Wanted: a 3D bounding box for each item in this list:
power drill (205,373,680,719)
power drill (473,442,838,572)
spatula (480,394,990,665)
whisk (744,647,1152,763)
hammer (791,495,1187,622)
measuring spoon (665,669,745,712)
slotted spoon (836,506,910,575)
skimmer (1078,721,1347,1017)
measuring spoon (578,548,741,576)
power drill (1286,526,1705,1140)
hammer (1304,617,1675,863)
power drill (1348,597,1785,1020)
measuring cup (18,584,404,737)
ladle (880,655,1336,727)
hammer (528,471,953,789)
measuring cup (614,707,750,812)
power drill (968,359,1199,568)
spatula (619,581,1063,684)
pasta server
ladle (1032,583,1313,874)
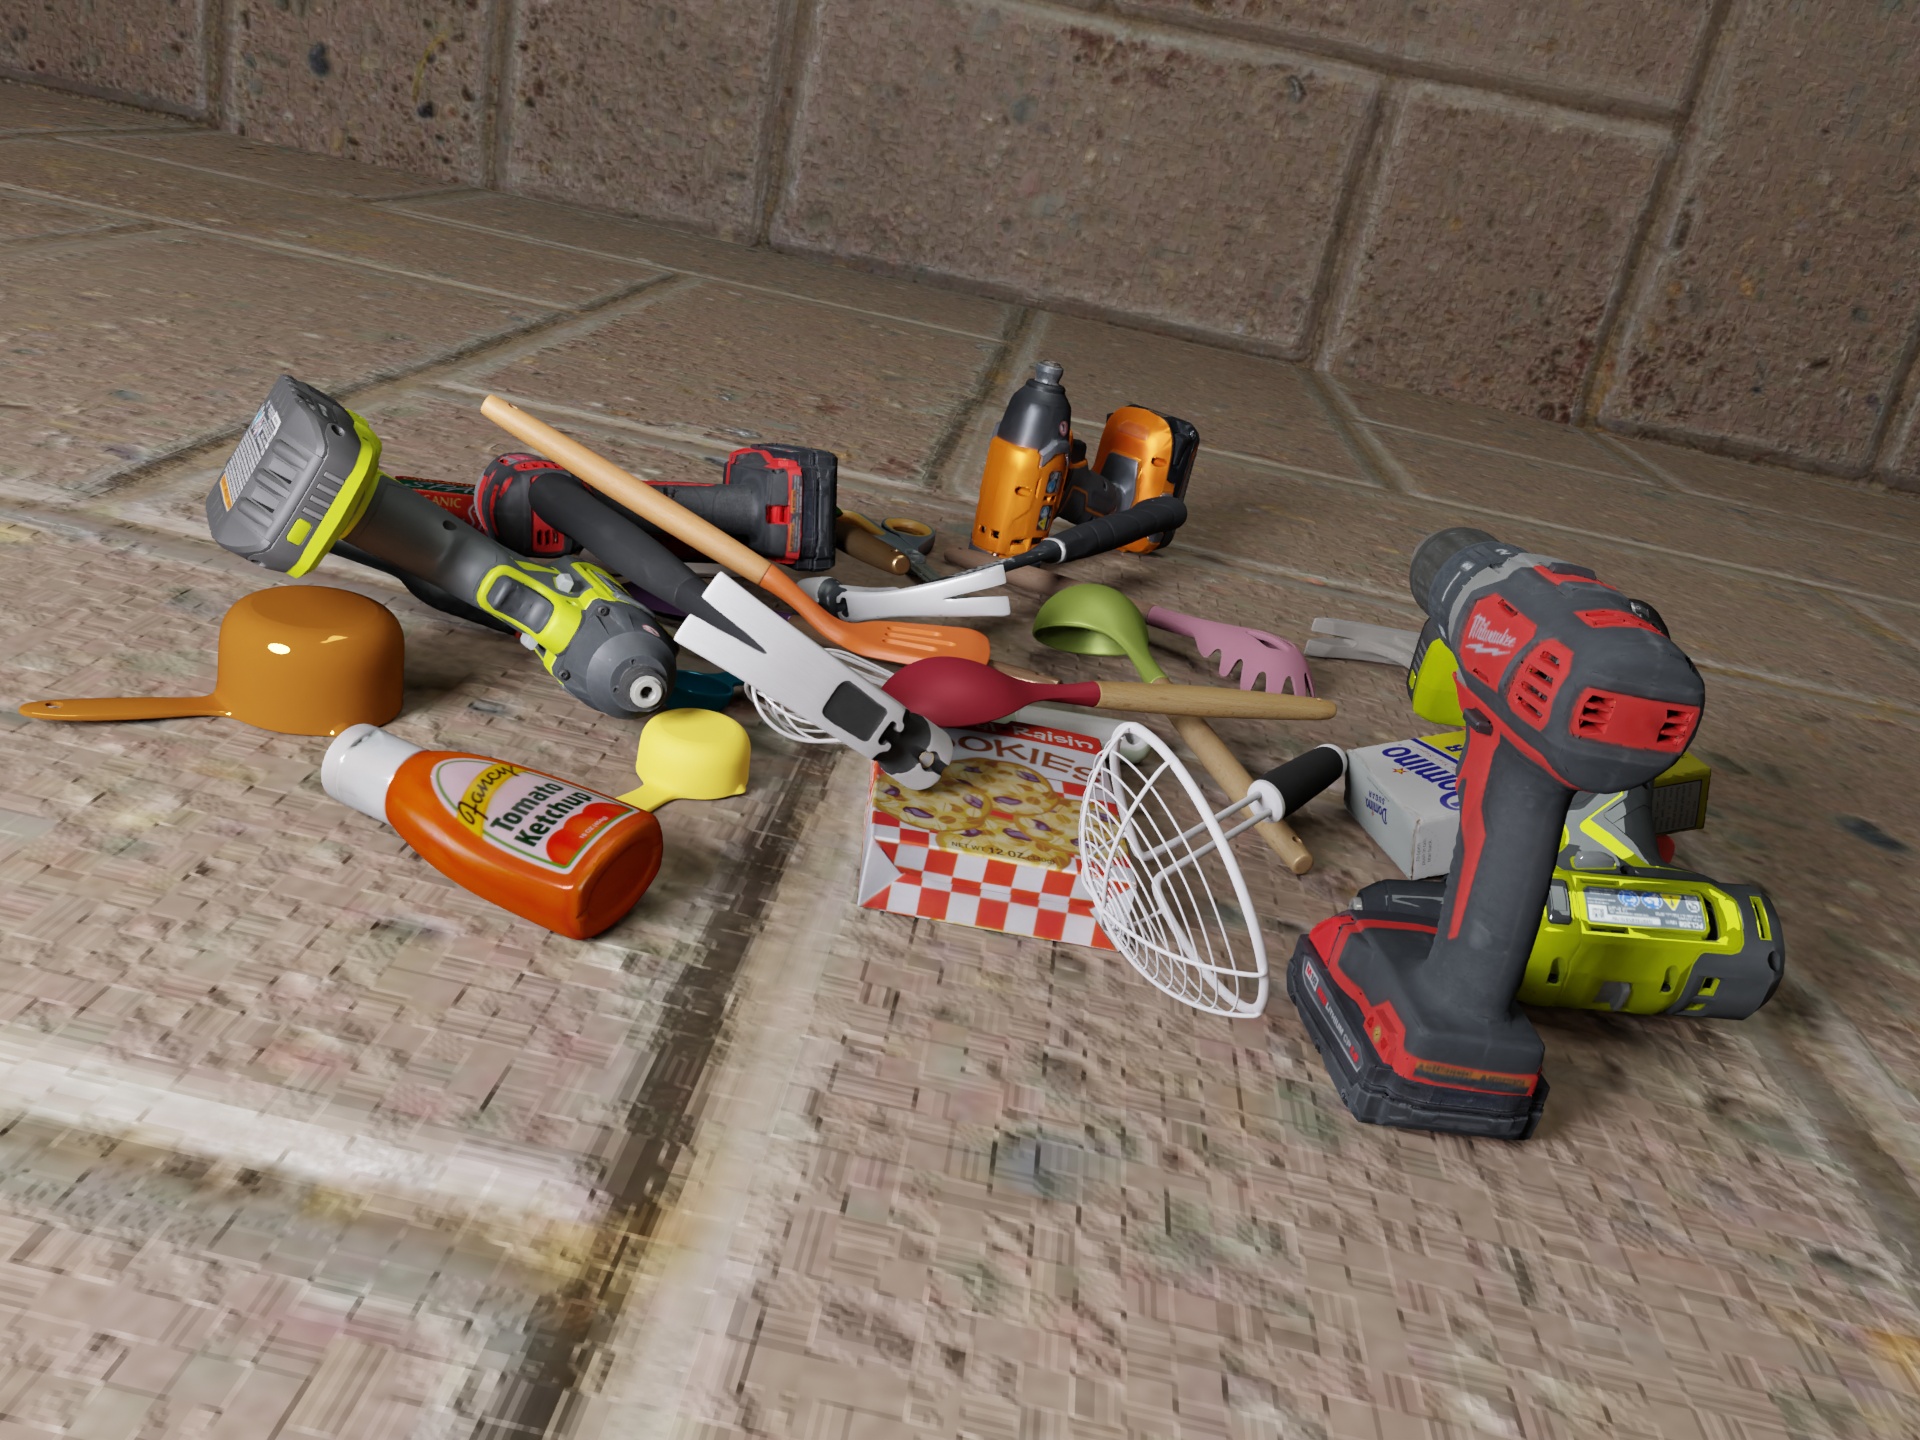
[{"bbox_3d":[-0.249,-0.076,0.797,0.223,0.080,0.171,30,3,-32],"label":"power drill"},{"bbox_3d":[-0.200,-0.140,1.031,0.219,0.078,0.143,-3,14,-26],"label":"power drill"},{"bbox_3d":[-0.130,-0.105,0.924,0.322,0.041,0.081,31,19,-7],"label":"spatula"},{"bbox_3d":[-0.001,-0.003,0.897,0.246,0.059,0.058,8,60,-20],"label":"whisk"},{"bbox_3d":[0.061,-0.121,1.143,0.149,0.036,0.409,0,14,35],"label":"hammer"},{"bbox_3d":[-0.126,-0.016,0.908,0.042,0.021,0.128,22,14,25],"label":"measuring spoon"},{"bbox_3d":[-0.086,-0.132,1.107,0.070,0.031,0.314,-4,15,-19],"label":"slotted spoon"},{"bbox_3d":[0.151,0.041,0.753,0.090,0.127,0.363,-26,-4,30],"label":"skimmer"},{"bbox_3d":[-0.200,-0.111,1.092,0.124,0.018,0.034,1,24,-28],"label":"measuring spoon"},{"bbox_3d":[0.209,0.037,0.662,0.080,0.226,0.188,9,22,-9],"label":"power drill"},{"bbox_3d":[0.355,0.011,1.063,0.149,0.036,0.359,8,22,-10],"label":"hammer"},{"bbox_3d":[0.290,0.041,0.806,0.190,0.080,0.229,4,50,5],"label":"power drill"},{"bbox_3d":[-0.353,-0.030,0.764,0.173,0.052,0.095,-5,28,-42],"label":"measuring cup"},{"bbox_3d":[0.096,-0.012,0.894,0.315,0.031,0.069,2,22,-32],"label":"ladle"},{"bbox_3d":[-0.144,-0.069,0.809,0.146,0.035,0.335,36,-1,-44],"label":"hammer"},{"bbox_3d":[-0.153,0.028,0.759,0.062,0.029,0.156,20,23,18],"label":"measuring cup"},{"bbox_3d":[0.103,-0.211,1.307,0.084,0.164,0.226,27,24,33],"label":"power drill"},{"bbox_3d":[-0.084,-0.053,0.982,0.316,0.018,0.060,14,21,23],"label":"spatula"},{"bbox_3d":[0.116,-0.077,1.172,0.316,0.040,0.060,21,23,31],"label":"pasta server"},{"bbox_3d":[0.127,0.003,0.970,0.078,0.062,0.320,13,26,-28],"label":"ladle"}]
